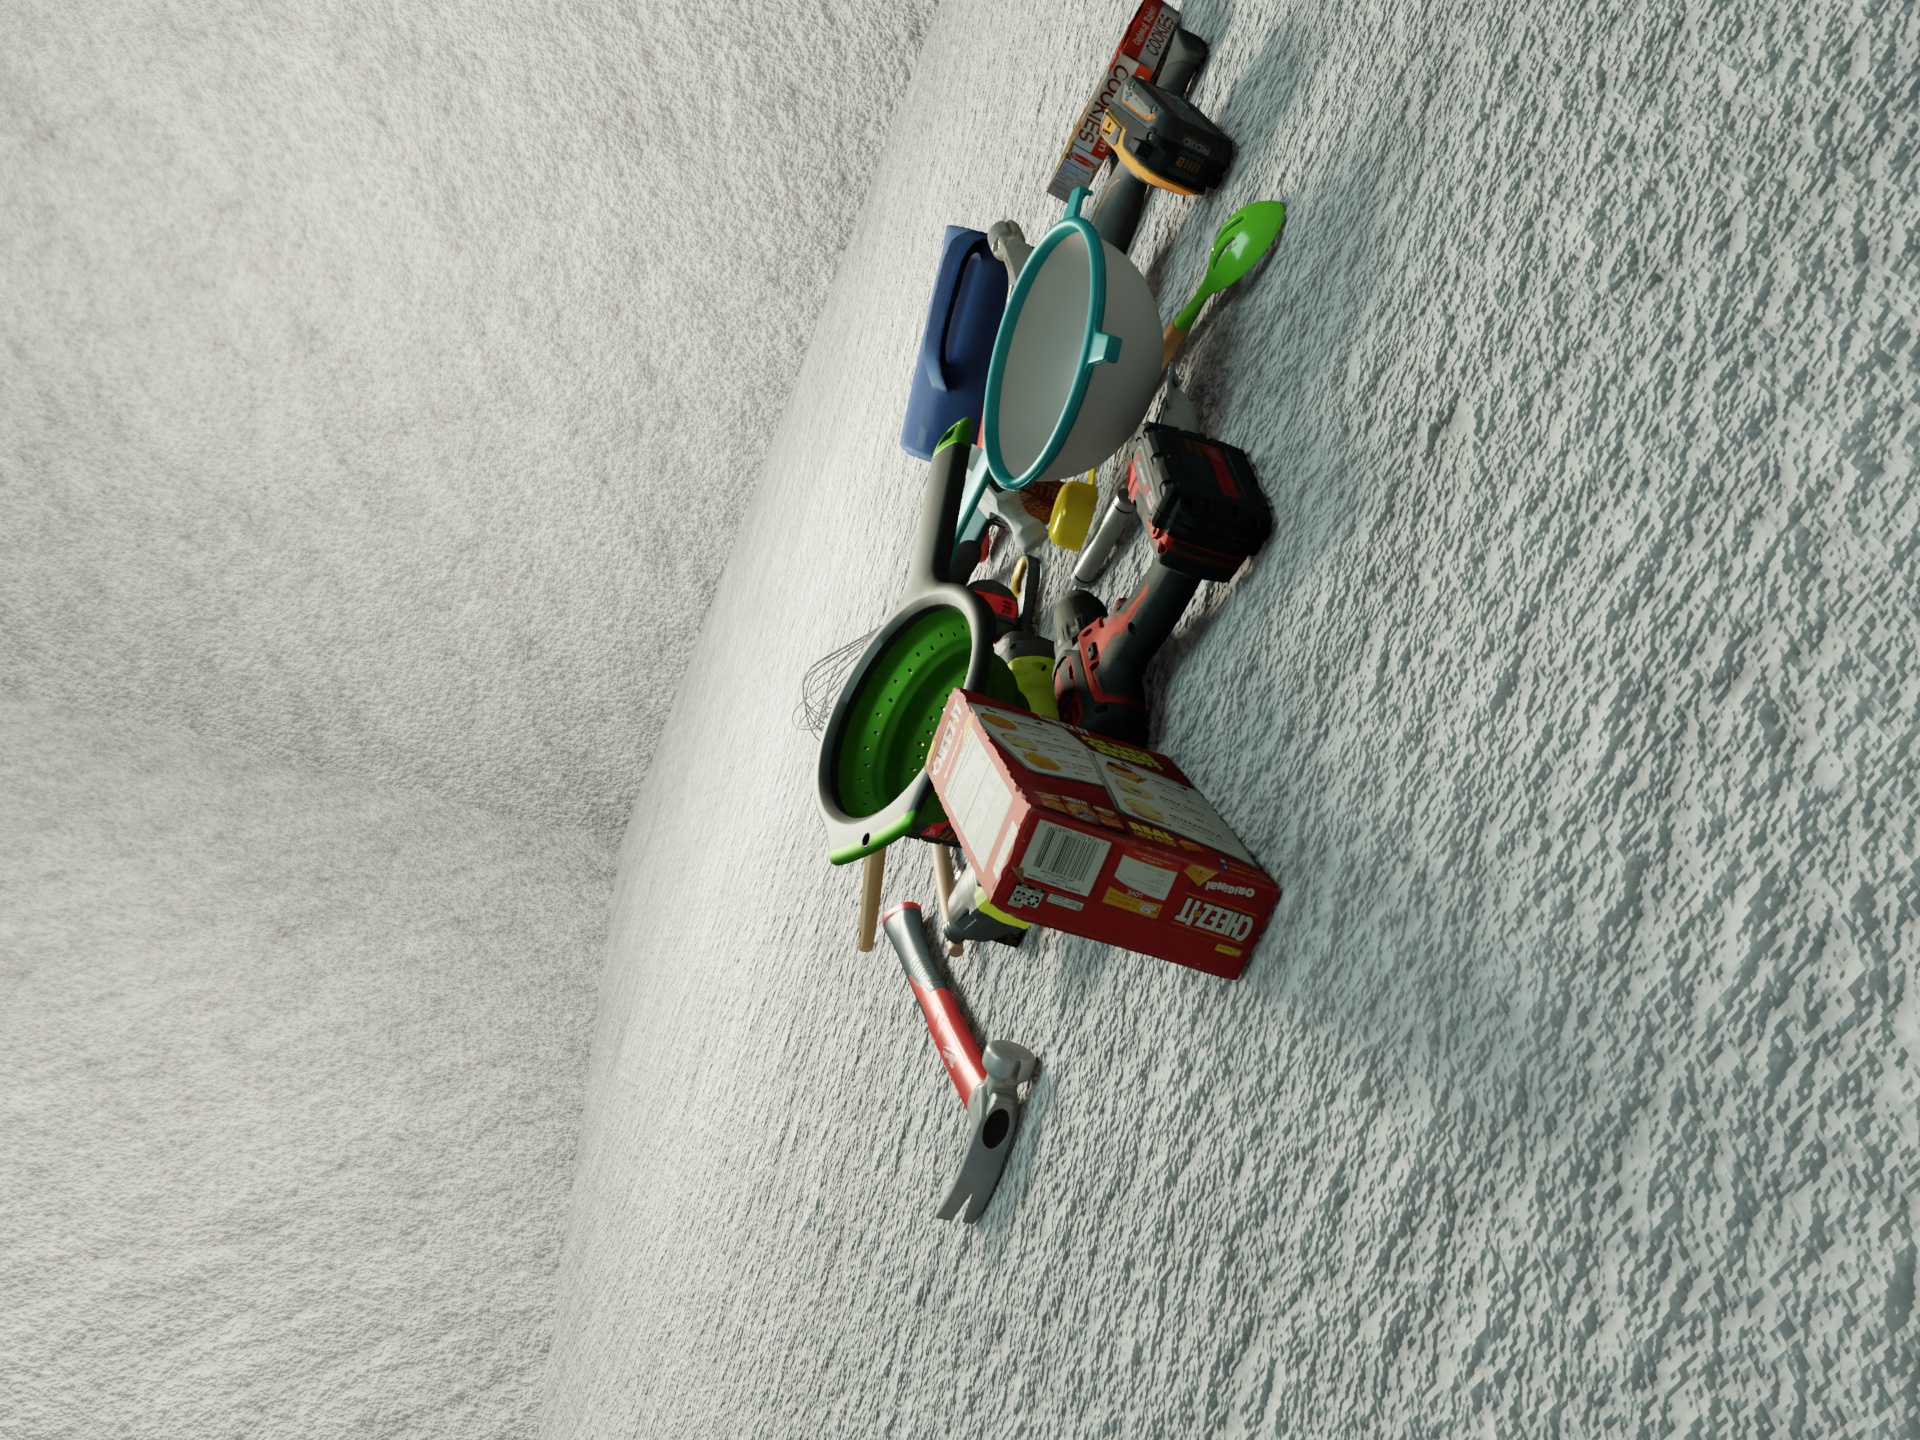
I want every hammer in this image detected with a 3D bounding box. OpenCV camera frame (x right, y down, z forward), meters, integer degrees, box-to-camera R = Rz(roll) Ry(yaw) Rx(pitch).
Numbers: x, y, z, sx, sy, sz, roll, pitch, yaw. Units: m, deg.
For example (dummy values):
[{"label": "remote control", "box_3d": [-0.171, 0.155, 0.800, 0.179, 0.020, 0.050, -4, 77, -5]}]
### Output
[{"label": "hammer", "box_3d": [0.148, -0.473, 1.484, 0.146, 0.035, 0.334, -113, 42, -64]}, {"label": "hammer", "box_3d": [0.005, -0.164, 1.536, 0.033, 0.128, 0.331, -33, -8, -17]}, {"label": "hammer", "box_3d": [-0.021, 0.259, 1.336, 0.387, 0.038, 0.143, -129, 56, -70]}, {"label": "hammer", "box_3d": [0.035, -0.276, 1.493, 0.358, 0.036, 0.149, 101, 160, -50]}]

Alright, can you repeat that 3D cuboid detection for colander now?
[{"label": "colander", "box_3d": [-0.002, -0.061, 1.218, 0.204, 0.094, 0.397, -28, 43, 46]}]

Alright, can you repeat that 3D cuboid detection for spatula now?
[{"label": "spatula", "box_3d": [-0.056, 0.047, 1.397, 0.082, 0.044, 0.318, 148, 131, -64]}]

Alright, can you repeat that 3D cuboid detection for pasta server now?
[{"label": "pasta server", "box_3d": [-0.026, 0.113, 1.469, 0.060, 0.040, 0.316, -55, 22, 22]}]

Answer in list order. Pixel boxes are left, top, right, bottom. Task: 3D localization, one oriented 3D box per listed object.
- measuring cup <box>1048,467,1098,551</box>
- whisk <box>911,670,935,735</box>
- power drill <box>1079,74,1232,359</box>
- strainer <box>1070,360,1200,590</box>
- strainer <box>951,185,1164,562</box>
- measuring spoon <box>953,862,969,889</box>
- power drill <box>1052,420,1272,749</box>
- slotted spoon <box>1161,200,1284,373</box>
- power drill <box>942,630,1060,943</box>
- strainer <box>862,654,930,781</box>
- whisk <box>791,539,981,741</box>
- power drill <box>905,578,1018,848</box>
[{"label": "measuring cup", "box_3d": [0.098, -0.211, 1.332, 0.062, 0.029, 0.157, 116, 165, -59]}, {"label": "whisk", "box_3d": [-0.025, -0.028, 1.601, 0.239, 0.055, 0.055, -106, 36, -49]}, {"label": "power drill", "box_3d": [0.138, -0.402, 1.342, 0.226, 0.084, 0.186, -60, 30, 30]}, {"label": "strainer", "box_3d": [0.135, -0.177, 1.243, 0.258, 0.050, 0.087, 119, 174, -52]}, {"label": "strainer", "box_3d": [0.076, -0.237, 1.283, 0.340, 0.095, 0.211, 120, 152, -48]}, {"label": "measuring spoon", "box_3d": [0.005, 0.119, 1.347, 0.124, 0.018, 0.034, 96, -169, -64]}, {"label": "power drill", "box_3d": [0.126, -0.097, 1.140, 0.188, 0.080, 0.226, -96, 25, -53]}, {"label": "slotted spoon", "box_3d": [0.166, -0.300, 1.281, 0.313, 0.031, 0.070, 127, 158, -53]}, {"label": "power drill", "box_3d": [0.039, 0.055, 1.231, 0.171, 0.080, 0.223, -44, 33, 35]}, {"label": "strainer", "box_3d": [-0.081, -0.040, 1.707, 0.151, 0.069, 0.257, -28, 42, 49]}, {"label": "whisk", "box_3d": [-0.055, -0.076, 1.354, 0.285, 0.070, 0.070, -51, -2, -41]}, {"label": "power drill", "box_3d": [-0.002, -0.005, 1.430, 0.143, 0.078, 0.220, 135, 144, -58]}]
